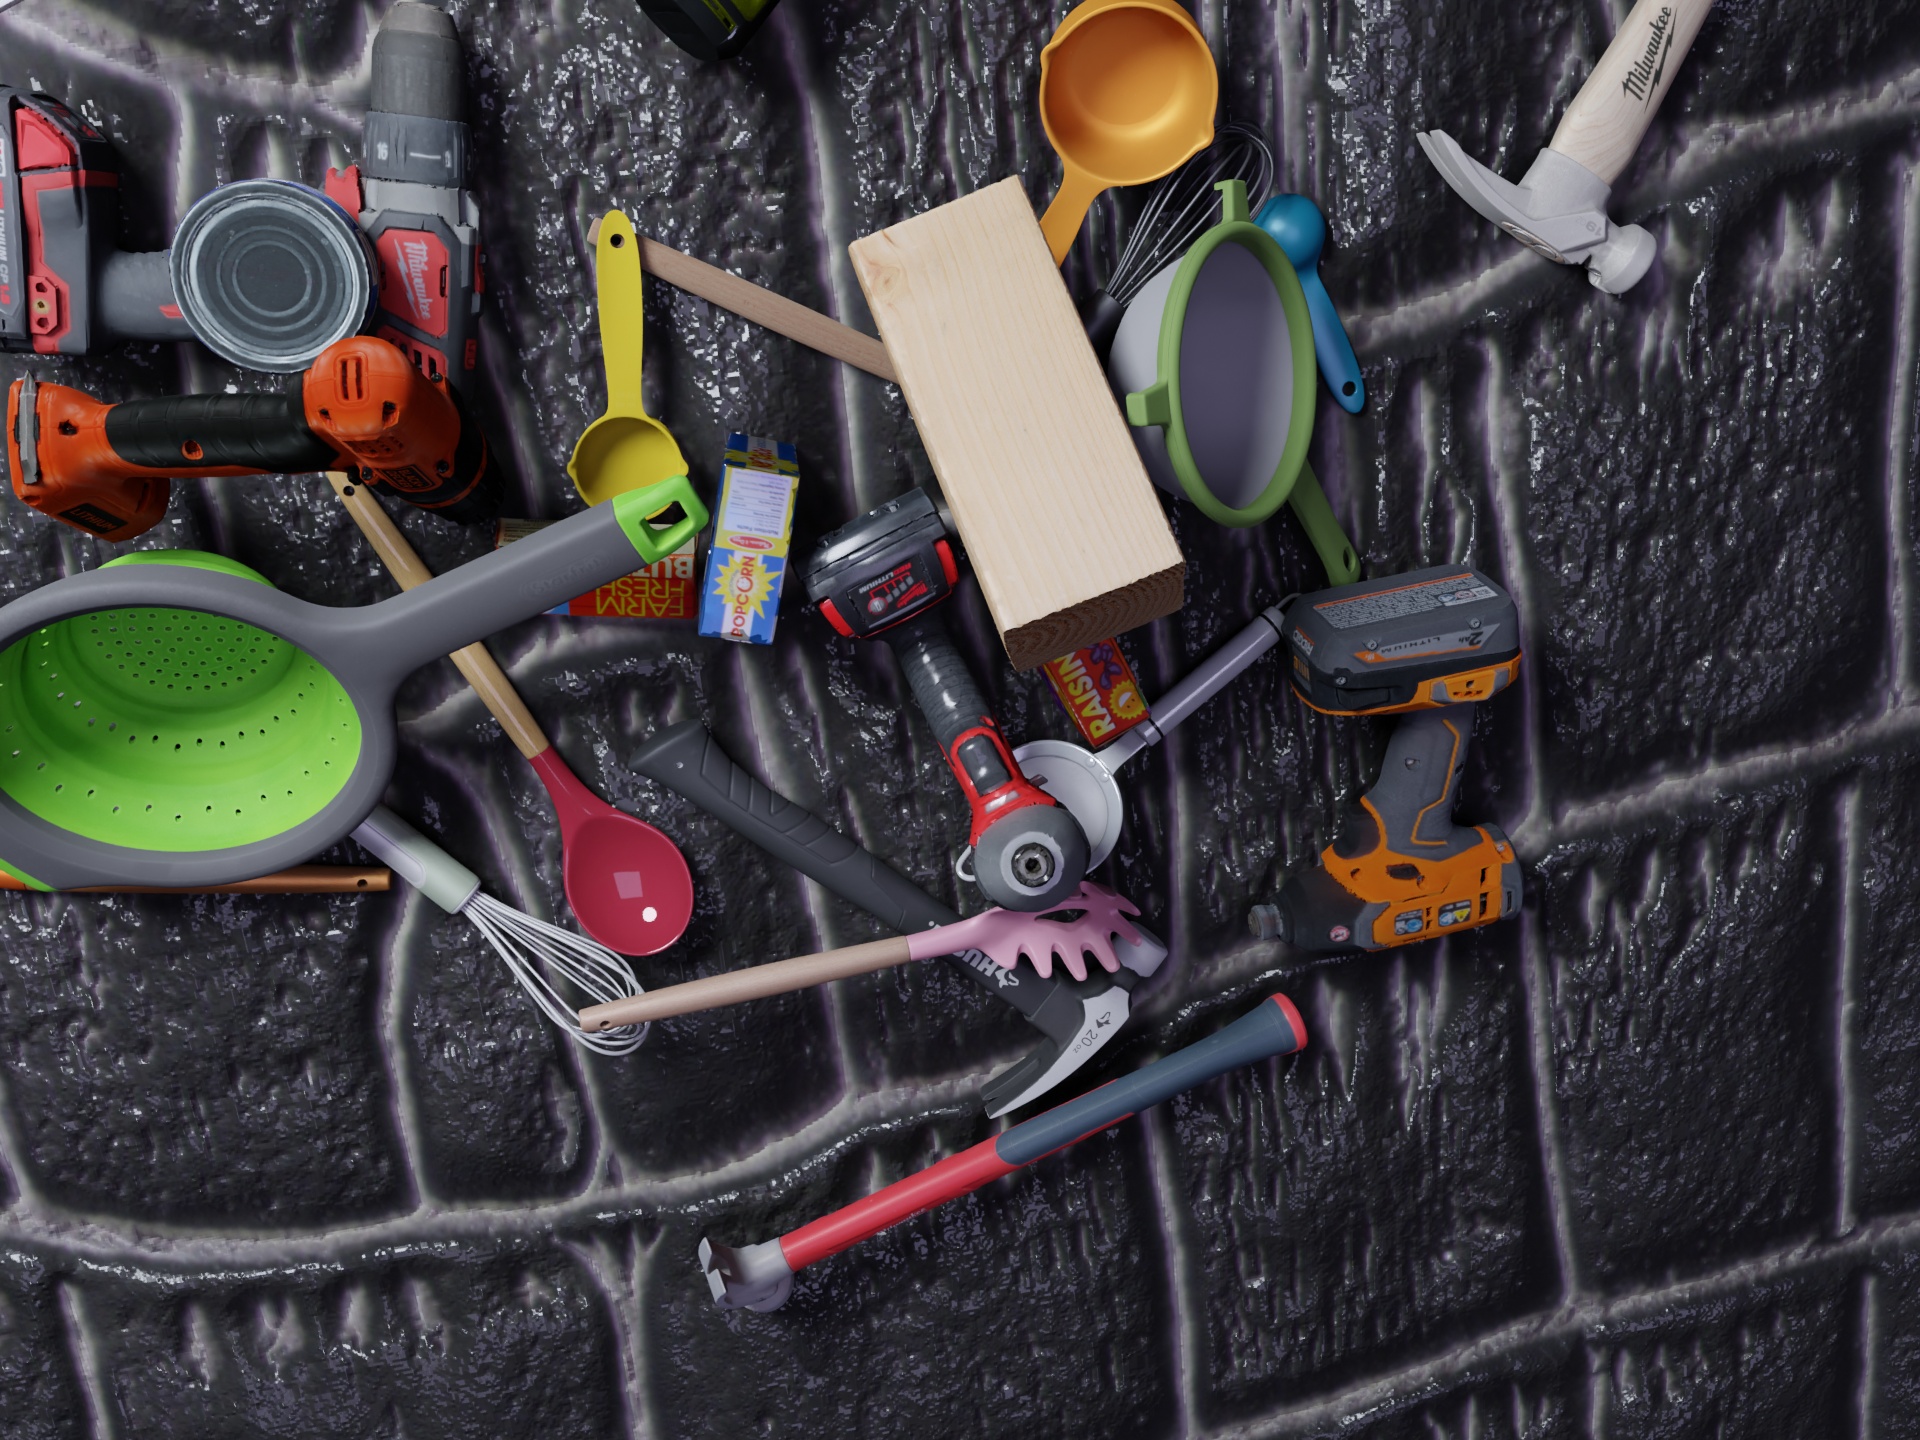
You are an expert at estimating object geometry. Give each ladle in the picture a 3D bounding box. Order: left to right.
[{"bbox_3d":[-0.246,-0.003,0.868,0.069,0.031,0.315,-33,108,-6],"label":"ladle"}]

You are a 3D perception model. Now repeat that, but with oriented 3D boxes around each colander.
[{"bbox_3d":[-0.312,-0.049,0.780,0.397,0.095,0.204,-23,137,4],"label":"colander"}]

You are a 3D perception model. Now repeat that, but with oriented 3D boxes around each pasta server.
[{"bbox_3d":[-0.054,0.139,0.894,0.316,0.040,0.060,-11,121,-9],"label":"pasta server"}]

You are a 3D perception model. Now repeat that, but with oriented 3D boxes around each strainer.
[{"bbox_3d":[0.103,0.012,0.923,0.258,0.050,0.087,-40,71,-2],"label":"strainer"},{"bbox_3d":[0.146,-0.148,0.850,0.256,0.069,0.151,46,59,-46],"label":"strainer"}]

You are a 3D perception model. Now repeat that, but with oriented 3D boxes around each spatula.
[{"bbox_3d":[-0.475,0.088,0.850,0.322,0.041,0.081,1,106,-11],"label":"spatula"},{"bbox_3d":[-0.045,-0.195,0.845,0.315,0.018,0.060,21,98,-16],"label":"spatula"}]

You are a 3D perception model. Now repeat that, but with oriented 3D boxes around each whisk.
[{"bbox_3d":[-0.270,0.104,0.888,0.246,0.059,0.058,42,124,-14],"label":"whisk"},{"bbox_3d":[0.081,-0.218,0.840,0.055,0.055,0.239,40,96,-18],"label":"whisk"}]

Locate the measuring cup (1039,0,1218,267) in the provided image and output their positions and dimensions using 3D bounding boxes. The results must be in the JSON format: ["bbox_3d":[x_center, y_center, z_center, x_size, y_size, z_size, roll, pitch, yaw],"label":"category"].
[{"bbox_3d":[0.066,-0.292,0.824,0.095,0.052,0.173,22,127,-13],"label":"measuring cup"}]

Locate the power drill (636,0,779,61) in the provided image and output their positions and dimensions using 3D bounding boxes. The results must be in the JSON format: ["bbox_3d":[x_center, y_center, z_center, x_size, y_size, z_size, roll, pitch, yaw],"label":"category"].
[{"bbox_3d":[-0.132,-0.434,0.695,0.223,0.080,0.171,40,84,-40],"label":"power drill"}]

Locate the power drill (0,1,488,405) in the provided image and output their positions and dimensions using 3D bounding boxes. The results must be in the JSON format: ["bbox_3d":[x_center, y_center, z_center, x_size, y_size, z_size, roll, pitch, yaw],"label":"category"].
[{"bbox_3d":[-0.340,-0.249,0.751,0.226,0.080,0.187,3,107,-13],"label":"power drill"}]

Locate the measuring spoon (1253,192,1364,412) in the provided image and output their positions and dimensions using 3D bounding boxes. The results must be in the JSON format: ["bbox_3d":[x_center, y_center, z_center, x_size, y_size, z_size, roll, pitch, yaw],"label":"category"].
[{"bbox_3d":[0.198,-0.227,0.873,0.042,0.021,0.128,-27,108,0],"label":"measuring spoon"}]

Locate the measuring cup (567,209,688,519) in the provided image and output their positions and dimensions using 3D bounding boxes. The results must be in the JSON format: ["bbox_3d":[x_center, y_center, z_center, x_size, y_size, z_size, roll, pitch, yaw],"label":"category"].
[{"bbox_3d":[-0.173,-0.182,0.822,0.062,0.029,0.156,-2,107,-8],"label":"measuring cup"}]

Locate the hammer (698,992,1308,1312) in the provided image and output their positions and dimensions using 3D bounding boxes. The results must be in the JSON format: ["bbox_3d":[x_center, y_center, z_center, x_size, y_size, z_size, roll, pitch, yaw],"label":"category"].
[{"bbox_3d":[0.032,0.255,0.954,0.386,0.143,0.038,-24,67,-6],"label":"hammer"}]

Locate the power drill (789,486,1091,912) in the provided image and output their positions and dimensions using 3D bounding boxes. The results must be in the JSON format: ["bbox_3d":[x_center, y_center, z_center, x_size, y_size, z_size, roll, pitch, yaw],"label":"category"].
[{"bbox_3d":[-0.001,-0.003,0.823,0.078,0.143,0.219,-27,91,1],"label":"power drill"}]

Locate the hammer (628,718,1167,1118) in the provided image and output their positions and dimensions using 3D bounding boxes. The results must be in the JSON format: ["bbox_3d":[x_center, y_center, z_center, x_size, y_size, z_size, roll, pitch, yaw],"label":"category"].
[{"bbox_3d":[-0.047,0.106,0.930,0.334,0.035,0.146,35,98,-17],"label":"hammer"}]

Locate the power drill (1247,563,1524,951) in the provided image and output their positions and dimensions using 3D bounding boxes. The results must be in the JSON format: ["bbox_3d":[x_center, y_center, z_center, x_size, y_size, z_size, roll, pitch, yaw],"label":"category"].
[{"bbox_3d":[0.243,0.036,0.926,0.164,0.084,0.226,-12,118,-6],"label":"power drill"}]

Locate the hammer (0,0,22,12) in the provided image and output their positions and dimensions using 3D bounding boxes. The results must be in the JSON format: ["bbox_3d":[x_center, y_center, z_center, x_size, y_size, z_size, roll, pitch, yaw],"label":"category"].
[{"bbox_3d":[-0.339,-0.353,0.692,0.405,0.144,0.035,-34,128,-8],"label":"hammer"}]

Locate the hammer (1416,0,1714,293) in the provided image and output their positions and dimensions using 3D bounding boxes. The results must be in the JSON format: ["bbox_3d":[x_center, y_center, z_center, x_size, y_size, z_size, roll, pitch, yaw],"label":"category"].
[{"bbox_3d":[0.403,-0.443,0.834,0.146,0.038,0.410,27,101,-15],"label":"hammer"}]
